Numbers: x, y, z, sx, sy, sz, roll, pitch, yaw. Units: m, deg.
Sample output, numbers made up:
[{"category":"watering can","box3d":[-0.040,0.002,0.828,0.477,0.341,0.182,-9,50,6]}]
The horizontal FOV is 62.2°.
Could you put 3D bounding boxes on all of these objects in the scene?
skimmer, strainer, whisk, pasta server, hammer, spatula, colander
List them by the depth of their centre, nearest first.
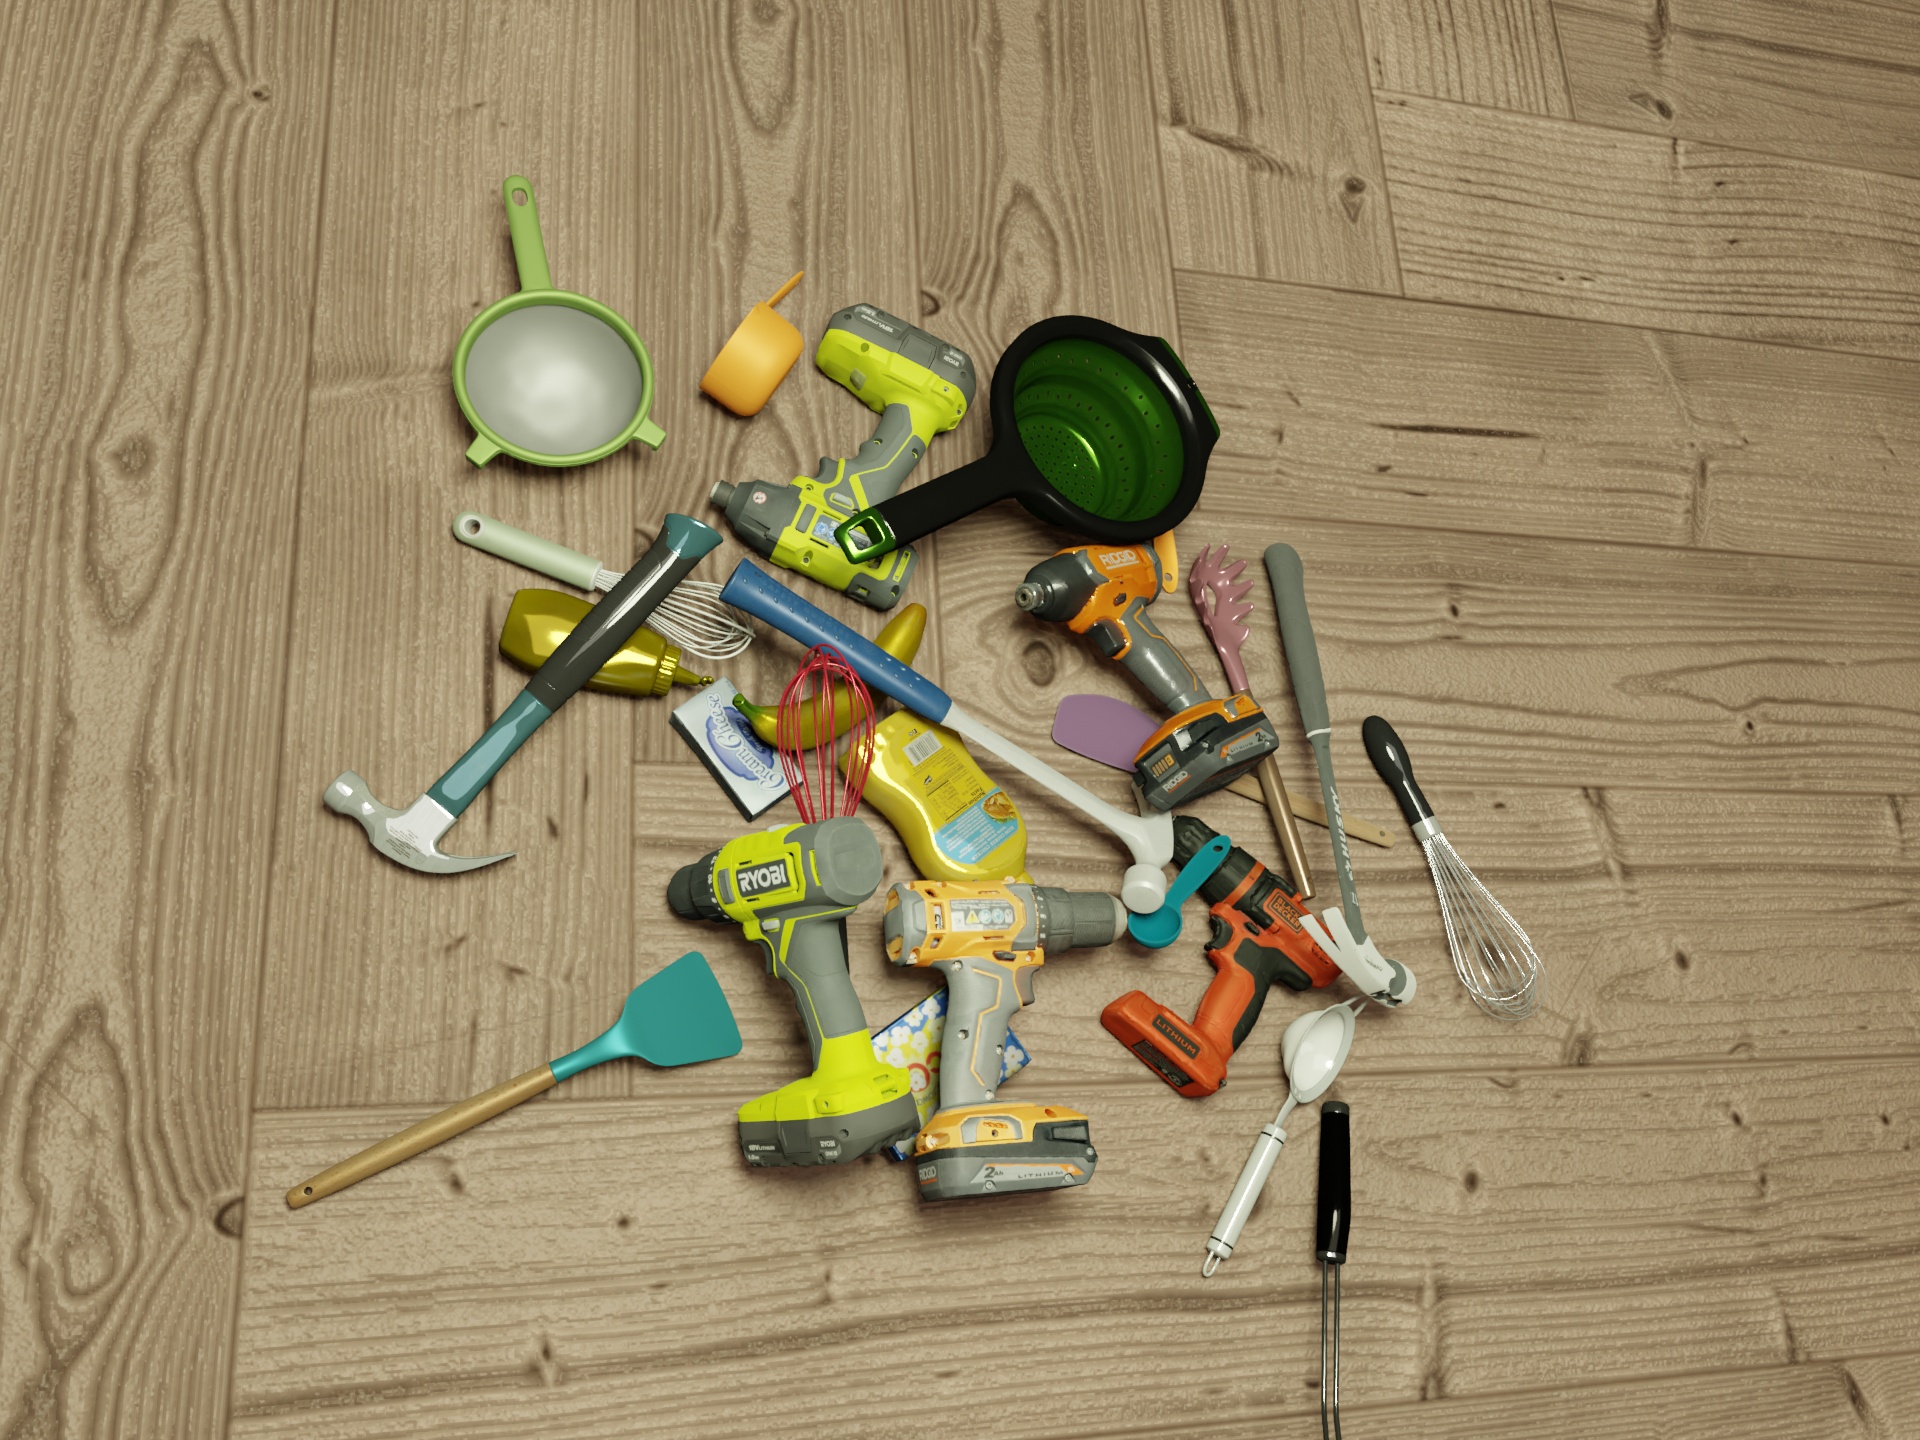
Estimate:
[{"category":"spatula","box3d":[-0.308,0.260,1.108,0.317,0.044,0.082,-24,81,-18]},{"category":"hammer","box3d":[-0.298,-0.026,1.156,0.128,0.033,0.331,42,81,-7]},{"category":"whisk","box3d":[-0.096,0.091,1.161,0.073,0.073,0.296,-3,99,-18]},{"category":"skimmer","box3d":[0.263,0.474,1.208,0.127,0.090,0.364,19,57,-15]},{"category":"hammer","box3d":[-0.002,-0.004,1.225,0.405,0.035,0.144,32,38,-12]},{"category":"whisk","box3d":[-0.274,-0.109,1.229,0.246,0.059,0.058,21,84,-4]},{"category":"strainer","box3d":[0.248,0.317,1.250,0.258,0.050,0.086,-59,138,-19]},{"category":"strainer","box3d":[-0.332,-0.306,1.263,0.151,0.069,0.256,-10,75,-17]},{"category":"colander","box3d":[0.041,-0.198,1.303,0.397,0.094,0.204,-30,88,-34]},{"category":"hammer","box3d":[0.295,0.025,1.311,0.149,0.036,0.409,34,42,-46]},{"category":"pasta server","box3d":[0.251,-0.002,1.344,0.060,0.040,0.316,-1,66,-33]},{"category":"spatula","box3d":[0.226,0.047,1.345,0.316,0.018,0.060,21,66,-9]},{"category":"whisk","box3d":[0.414,0.123,1.362,0.070,0.070,0.285,-18,73,-22]}]

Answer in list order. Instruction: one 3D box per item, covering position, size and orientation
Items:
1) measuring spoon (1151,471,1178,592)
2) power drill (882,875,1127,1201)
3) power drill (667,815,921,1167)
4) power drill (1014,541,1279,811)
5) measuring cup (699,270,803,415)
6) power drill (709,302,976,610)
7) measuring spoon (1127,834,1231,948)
[{"category":"measuring spoon","box3d":[0.177,-0.167,1.408,0.021,0.011,0.117,-2,76,-19]},{"category":"power drill","box3d":[0.044,0.224,1.155,0.185,0.084,0.226,1,70,-20]},{"category":"power drill","box3d":[-0.122,0.189,1.118,0.080,0.190,0.228,-8,84,-49]},{"category":"power drill","box3d":[0.141,-0.044,1.281,0.164,0.084,0.227,-16,69,-48]},{"category":"measuring cup","box3d":[-0.152,-0.319,1.326,0.052,0.095,0.174,38,47,-9]},{"category":"power drill","box3d":[-0.091,-0.221,1.306,0.171,0.080,0.223,25,70,-9]},{"category":"measuring spoon","box3d":[0.177,0.136,1.250,0.042,0.021,0.129,24,51,31]}]
